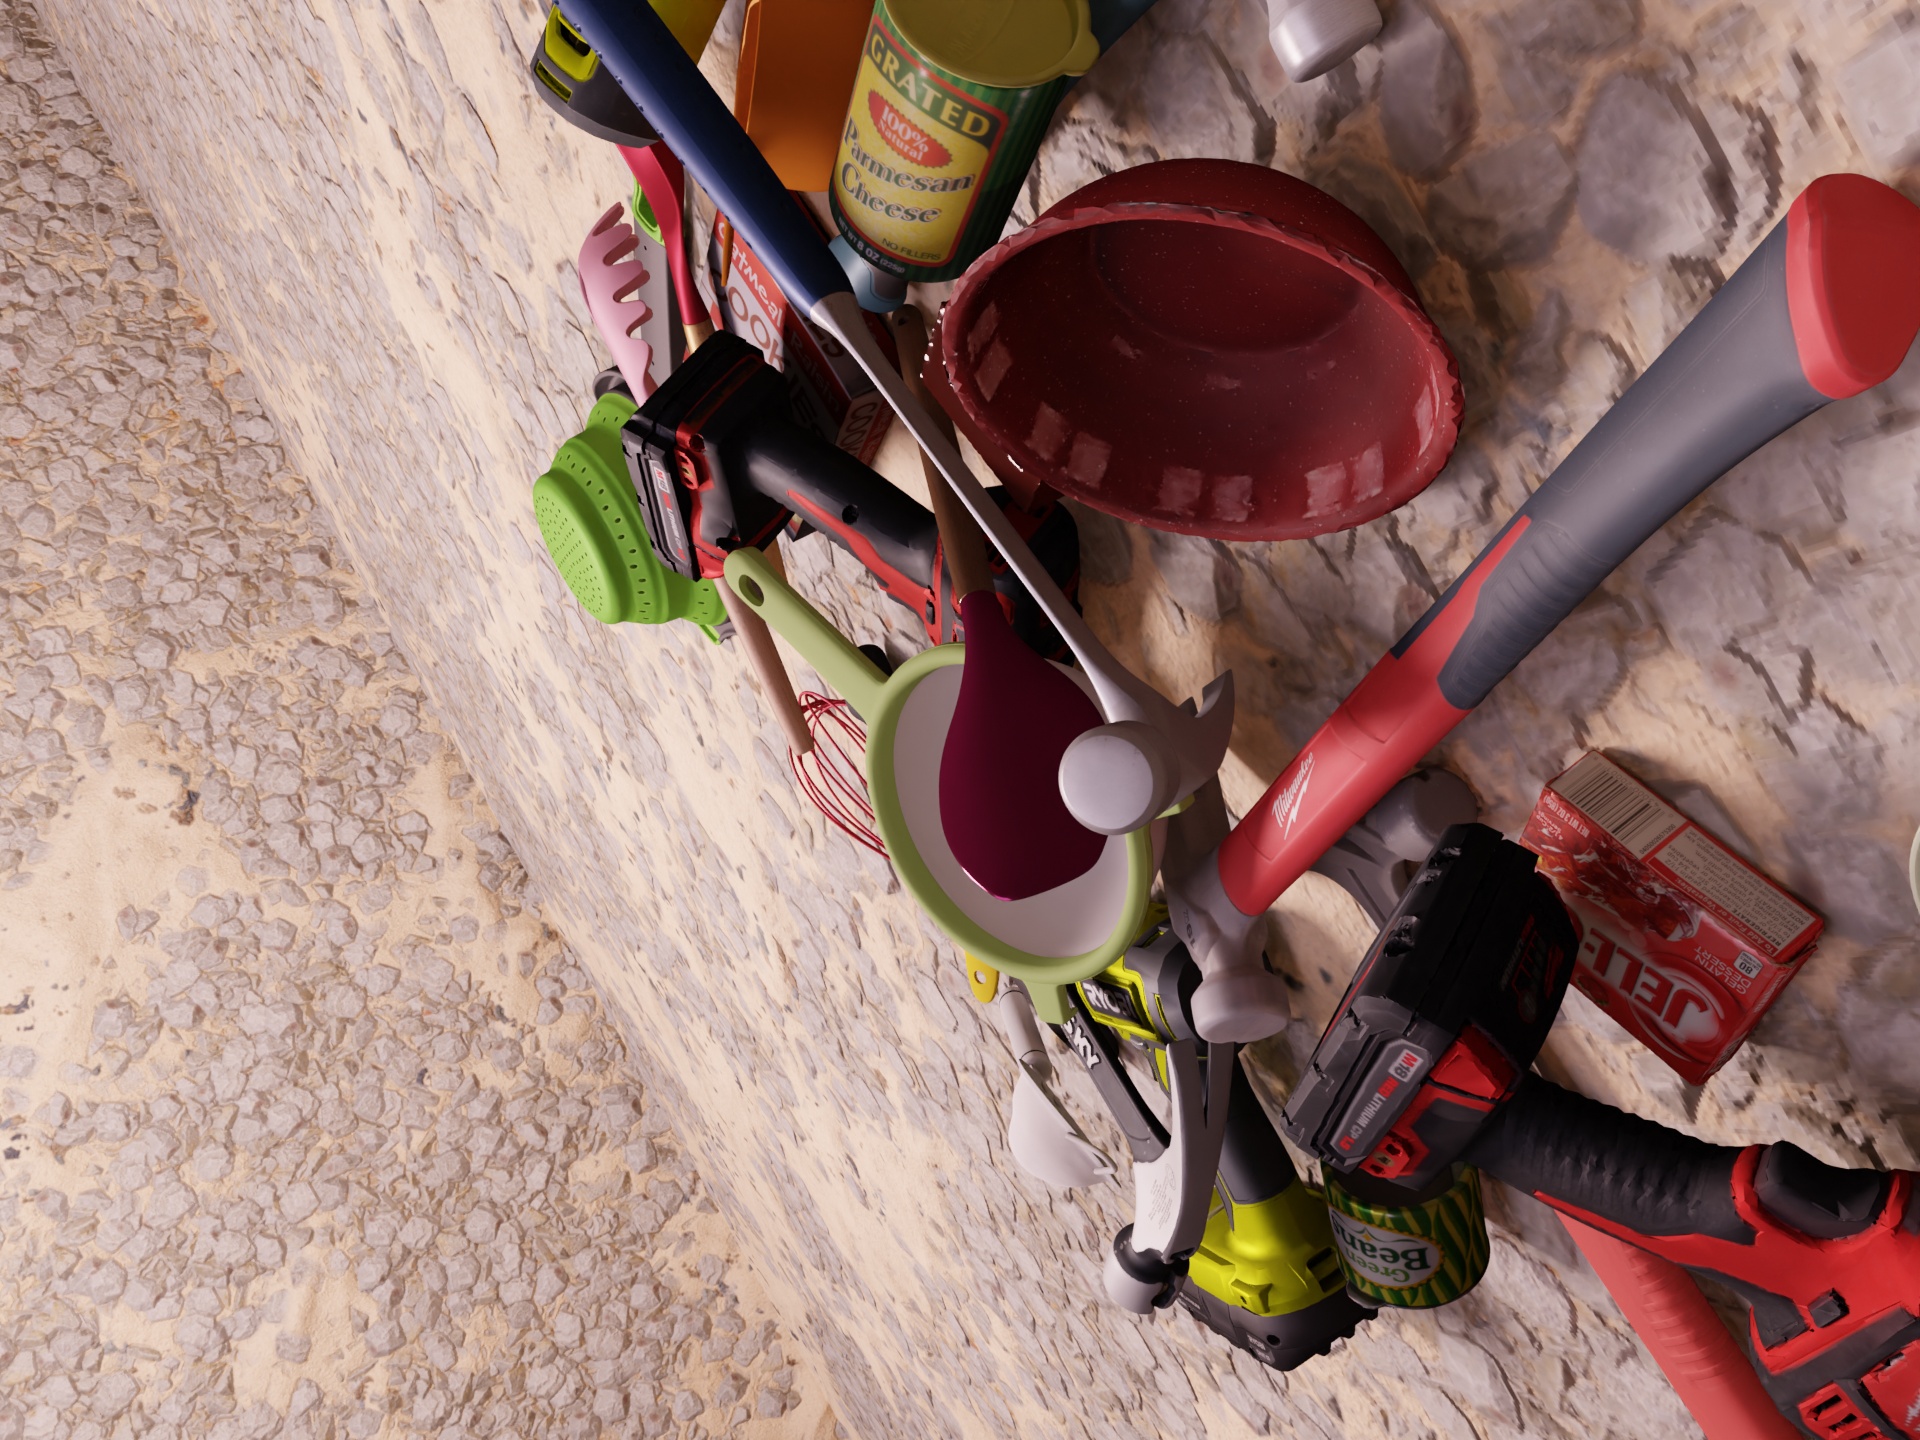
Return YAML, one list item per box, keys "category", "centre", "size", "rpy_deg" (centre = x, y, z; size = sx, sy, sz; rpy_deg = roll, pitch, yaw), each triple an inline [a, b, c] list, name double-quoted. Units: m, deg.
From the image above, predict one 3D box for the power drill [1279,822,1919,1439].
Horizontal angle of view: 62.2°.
- category: "power drill"
  centre: [0.221, 0.130, 0.477]
  size: [0.220, 0.078, 0.143]
  rpy_deg: [29, 145, 14]

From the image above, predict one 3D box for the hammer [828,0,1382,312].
- category: "hammer"
  centre: [0.018, -0.225, 0.584]
  size: [0.128, 0.033, 0.331]
  rpy_deg: [61, 156, -5]

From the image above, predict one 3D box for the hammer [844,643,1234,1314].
- category: "hammer"
  centre: [0.020, 0.086, 0.810]
  size: [0.409, 0.036, 0.149]
  rpy_deg: [-123, 35, -45]

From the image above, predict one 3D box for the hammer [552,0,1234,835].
- category: "hammer"
  centre: [-0.037, -0.138, 0.570]
  size: [0.035, 0.144, 0.405]
  rpy_deg: [-40, 81, 22]

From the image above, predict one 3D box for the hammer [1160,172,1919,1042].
- category: "hammer"
  centre: [0.150, -0.028, 0.516]
  size: [0.386, 0.038, 0.143]
  rpy_deg: [117, 150, -55]

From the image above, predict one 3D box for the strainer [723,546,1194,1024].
- category: "strainer"
  centre: [-0.001, -0.002, 0.692]
  size: [0.256, 0.069, 0.151]
  rpy_deg: [42, 134, 24]

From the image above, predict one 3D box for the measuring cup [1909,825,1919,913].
- category: "measuring cup"
  centre: [0.296, 0.042, 0.337]
  size: [0.168, 0.038, 0.083]
  rpy_deg: [8, 124, 58]

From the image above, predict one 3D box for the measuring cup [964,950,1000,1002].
- category: "measuring cup"
  centre: [-0.001, 0.068, 0.759]
  size: [0.062, 0.029, 0.156]
  rpy_deg: [8, 110, 40]

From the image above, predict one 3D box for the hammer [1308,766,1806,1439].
- category: "hammer"
  centre: [0.239, 0.188, 0.612]
  size: [0.359, 0.037, 0.149]
  rpy_deg: [57, 156, 8]

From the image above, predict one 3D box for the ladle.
- category: "ladle"
  centre: [-0.131, -0.185, 0.828]
  size: [0.069, 0.031, 0.315]
  rpy_deg: [45, 155, 47]

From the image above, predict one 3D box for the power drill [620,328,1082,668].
- category: "power drill"
  centre: [-0.043, -0.072, 0.774]
  size: [0.227, 0.080, 0.187]
  rpy_deg: [29, 154, 17]

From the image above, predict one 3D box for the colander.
- category: "colander"
  centre: [-0.219, -0.177, 1.024]
  size: [0.205, 0.094, 0.396]
  rpy_deg: [50, 154, 22]

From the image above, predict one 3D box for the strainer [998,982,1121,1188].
- category: "strainer"
  centre: [0.044, 0.207, 0.921]
  size: [0.086, 0.050, 0.258]
  rpy_deg: [53, -177, -14]

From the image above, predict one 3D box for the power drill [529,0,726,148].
- category: "power drill"
  centre: [-0.166, -0.378, 0.679]
  size: [0.223, 0.080, 0.171]
  rpy_deg: [47, 120, 25]

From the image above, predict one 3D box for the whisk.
- category: "whisk"
  centre: [-0.006, 0.095, 0.967]
  size: [0.296, 0.073, 0.073]
  rpy_deg: [49, 154, 10]

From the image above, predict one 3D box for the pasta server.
- category: "pasta server"
  centre: [-0.141, -0.127, 0.886]
  size: [0.060, 0.040, 0.316]
  rpy_deg: [-126, 13, -77]

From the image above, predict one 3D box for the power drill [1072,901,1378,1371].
- category: "power drill"
  centre: [0.116, 0.195, 0.815]
  size: [0.228, 0.080, 0.190]
  rpy_deg: [66, 159, -8]

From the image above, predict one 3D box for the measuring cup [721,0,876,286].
- category: "measuring cup"
  centre: [-0.072, -0.243, 0.683]
  size: [0.173, 0.052, 0.095]
  rpy_deg: [118, 153, -62]

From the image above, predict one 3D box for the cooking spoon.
- category: "cooking spoon"
  centre: [0.002, -0.066, 0.638]
  size: [0.017, 0.069, 0.319]
  rpy_deg: [52, -160, -49]
